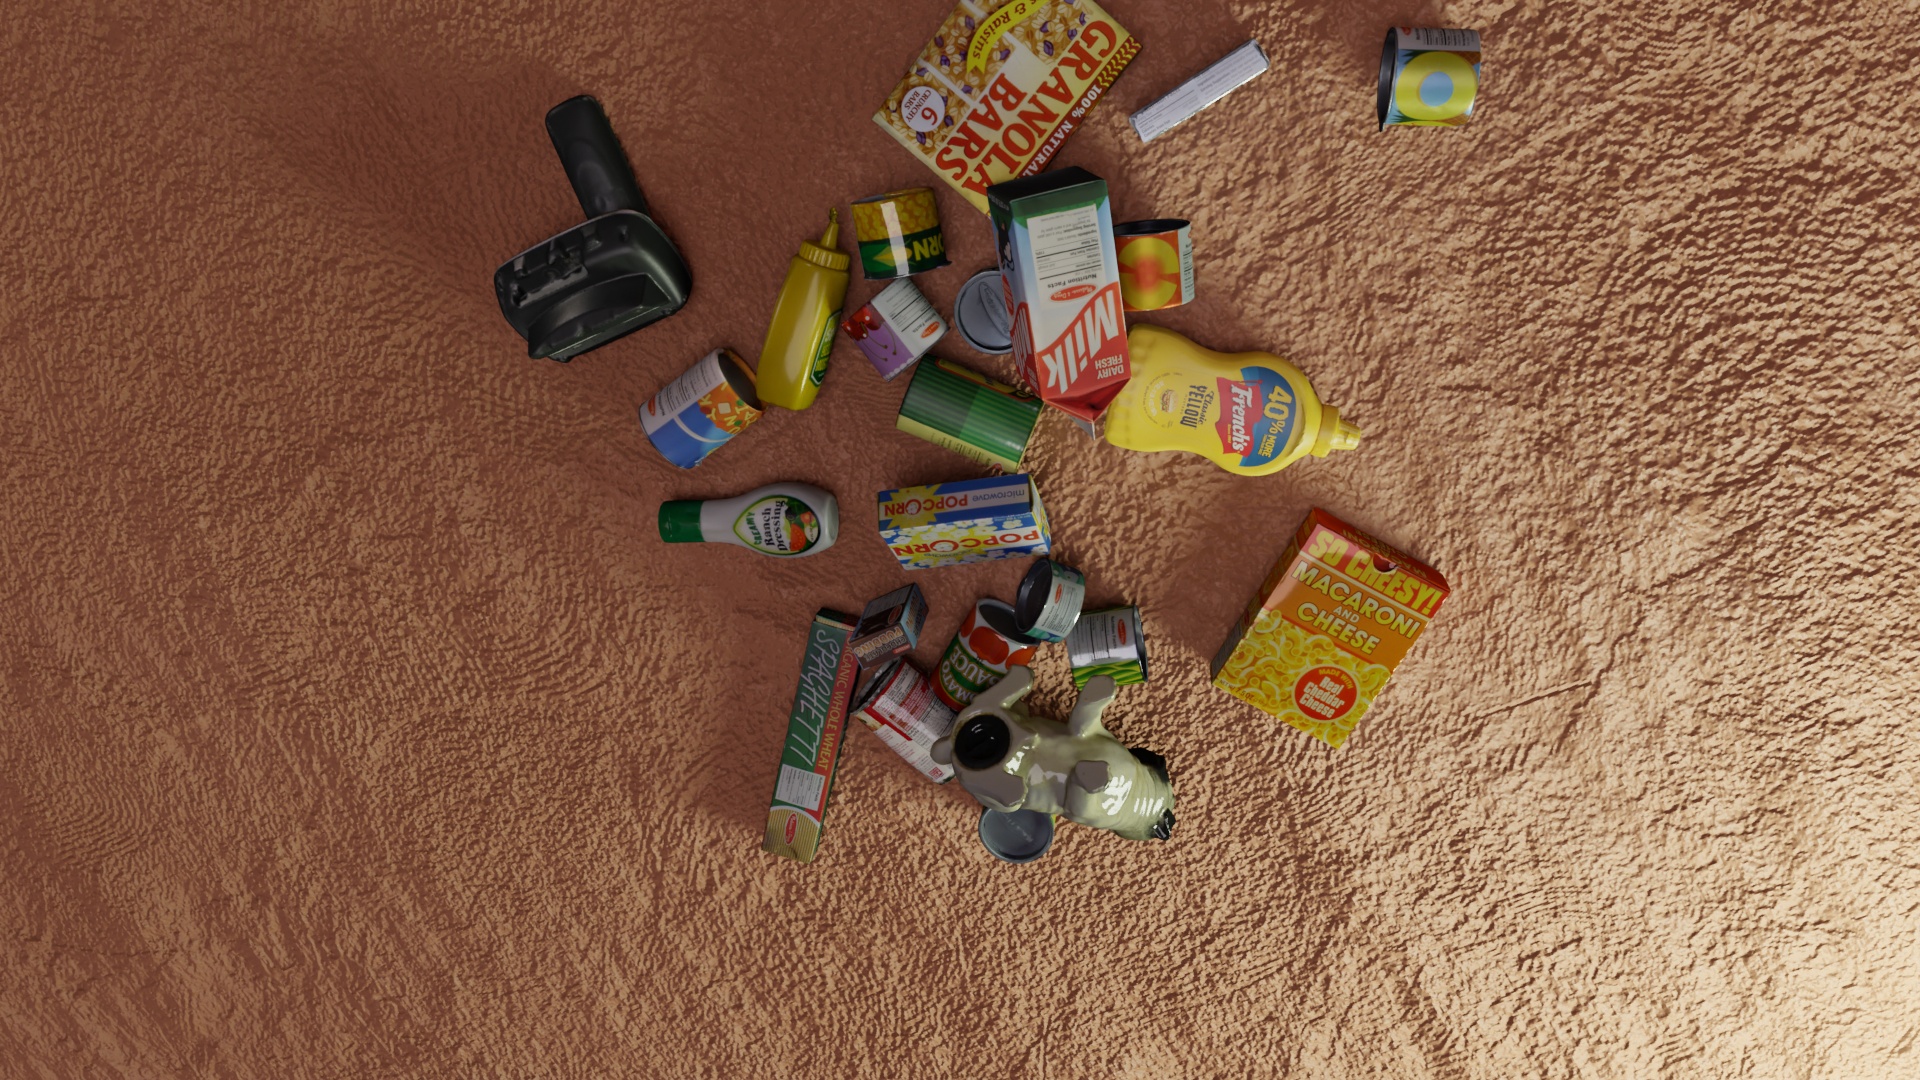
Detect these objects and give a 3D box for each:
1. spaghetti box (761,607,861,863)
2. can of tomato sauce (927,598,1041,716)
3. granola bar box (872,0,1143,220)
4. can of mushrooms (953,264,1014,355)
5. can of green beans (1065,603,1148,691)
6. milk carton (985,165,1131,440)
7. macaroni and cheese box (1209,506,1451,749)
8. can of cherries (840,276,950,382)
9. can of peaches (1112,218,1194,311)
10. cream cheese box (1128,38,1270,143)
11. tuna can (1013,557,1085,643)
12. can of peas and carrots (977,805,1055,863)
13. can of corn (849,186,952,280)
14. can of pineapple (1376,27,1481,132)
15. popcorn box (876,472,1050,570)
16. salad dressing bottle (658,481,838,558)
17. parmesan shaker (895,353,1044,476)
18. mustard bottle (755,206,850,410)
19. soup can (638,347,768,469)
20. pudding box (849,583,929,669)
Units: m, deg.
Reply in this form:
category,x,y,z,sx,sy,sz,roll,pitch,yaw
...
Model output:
category,x,y,z,sx,sy,sz,roll,pitch,yaw
spaghetti box,-0.130,0.177,1.245,0.050,0.029,0.249,16,112,2
can of tomato sauce,0.020,0.101,1.173,0.071,0.071,0.082,30,111,-3
granola bar box,0.034,-0.338,1.023,0.124,0.039,0.165,39,111,-7
can of mushrooms,0.032,-0.182,1.085,0.071,0.033,0.070,3,110,8
can of green beans,0.122,0.089,1.156,0.058,0.071,0.071,-9,109,13
milk carton,0.076,-0.172,1.031,0.073,0.072,0.189,-15,114,-8
macaroni and cheese box,0.300,0.074,1.138,0.124,0.040,0.165,27,112,-3
can of cherries,-0.053,-0.166,1.087,0.071,0.072,0.058,-37,101,19
can of peaches,0.139,-0.207,1.043,0.071,0.071,0.057,-4,111,10
cream cheese box,0.172,-0.324,1.001,0.103,0.053,0.024,-29,102,17
tuna can,0.072,0.049,1.146,0.033,0.071,0.070,20,113,-18
can of peas and carrots,0.053,0.239,1.226,0.071,0.059,0.070,2,111,7
can of corn,-0.045,-0.235,1.058,0.071,0.071,0.058,-7,109,11
can of pineapple,0.327,-0.322,0.972,0.058,0.071,0.070,4,111,7
popcorn box,0.004,-0.014,1.124,0.127,0.085,0.038,-7,66,11
salad dressing bottle,-0.179,-0.017,1.172,0.148,0.044,0.064,-1,109,9
parmesan shaker,0.008,-0.101,1.099,0.103,0.071,0.071,22,112,0
mustard bottle,-0.118,-0.183,1.092,0.049,0.065,0.159,20,108,5
soup can,-0.207,-0.106,1.132,0.083,0.071,0.071,-33,103,18
pudding box,-0.060,0.071,1.166,0.049,0.084,0.030,-22,106,15
